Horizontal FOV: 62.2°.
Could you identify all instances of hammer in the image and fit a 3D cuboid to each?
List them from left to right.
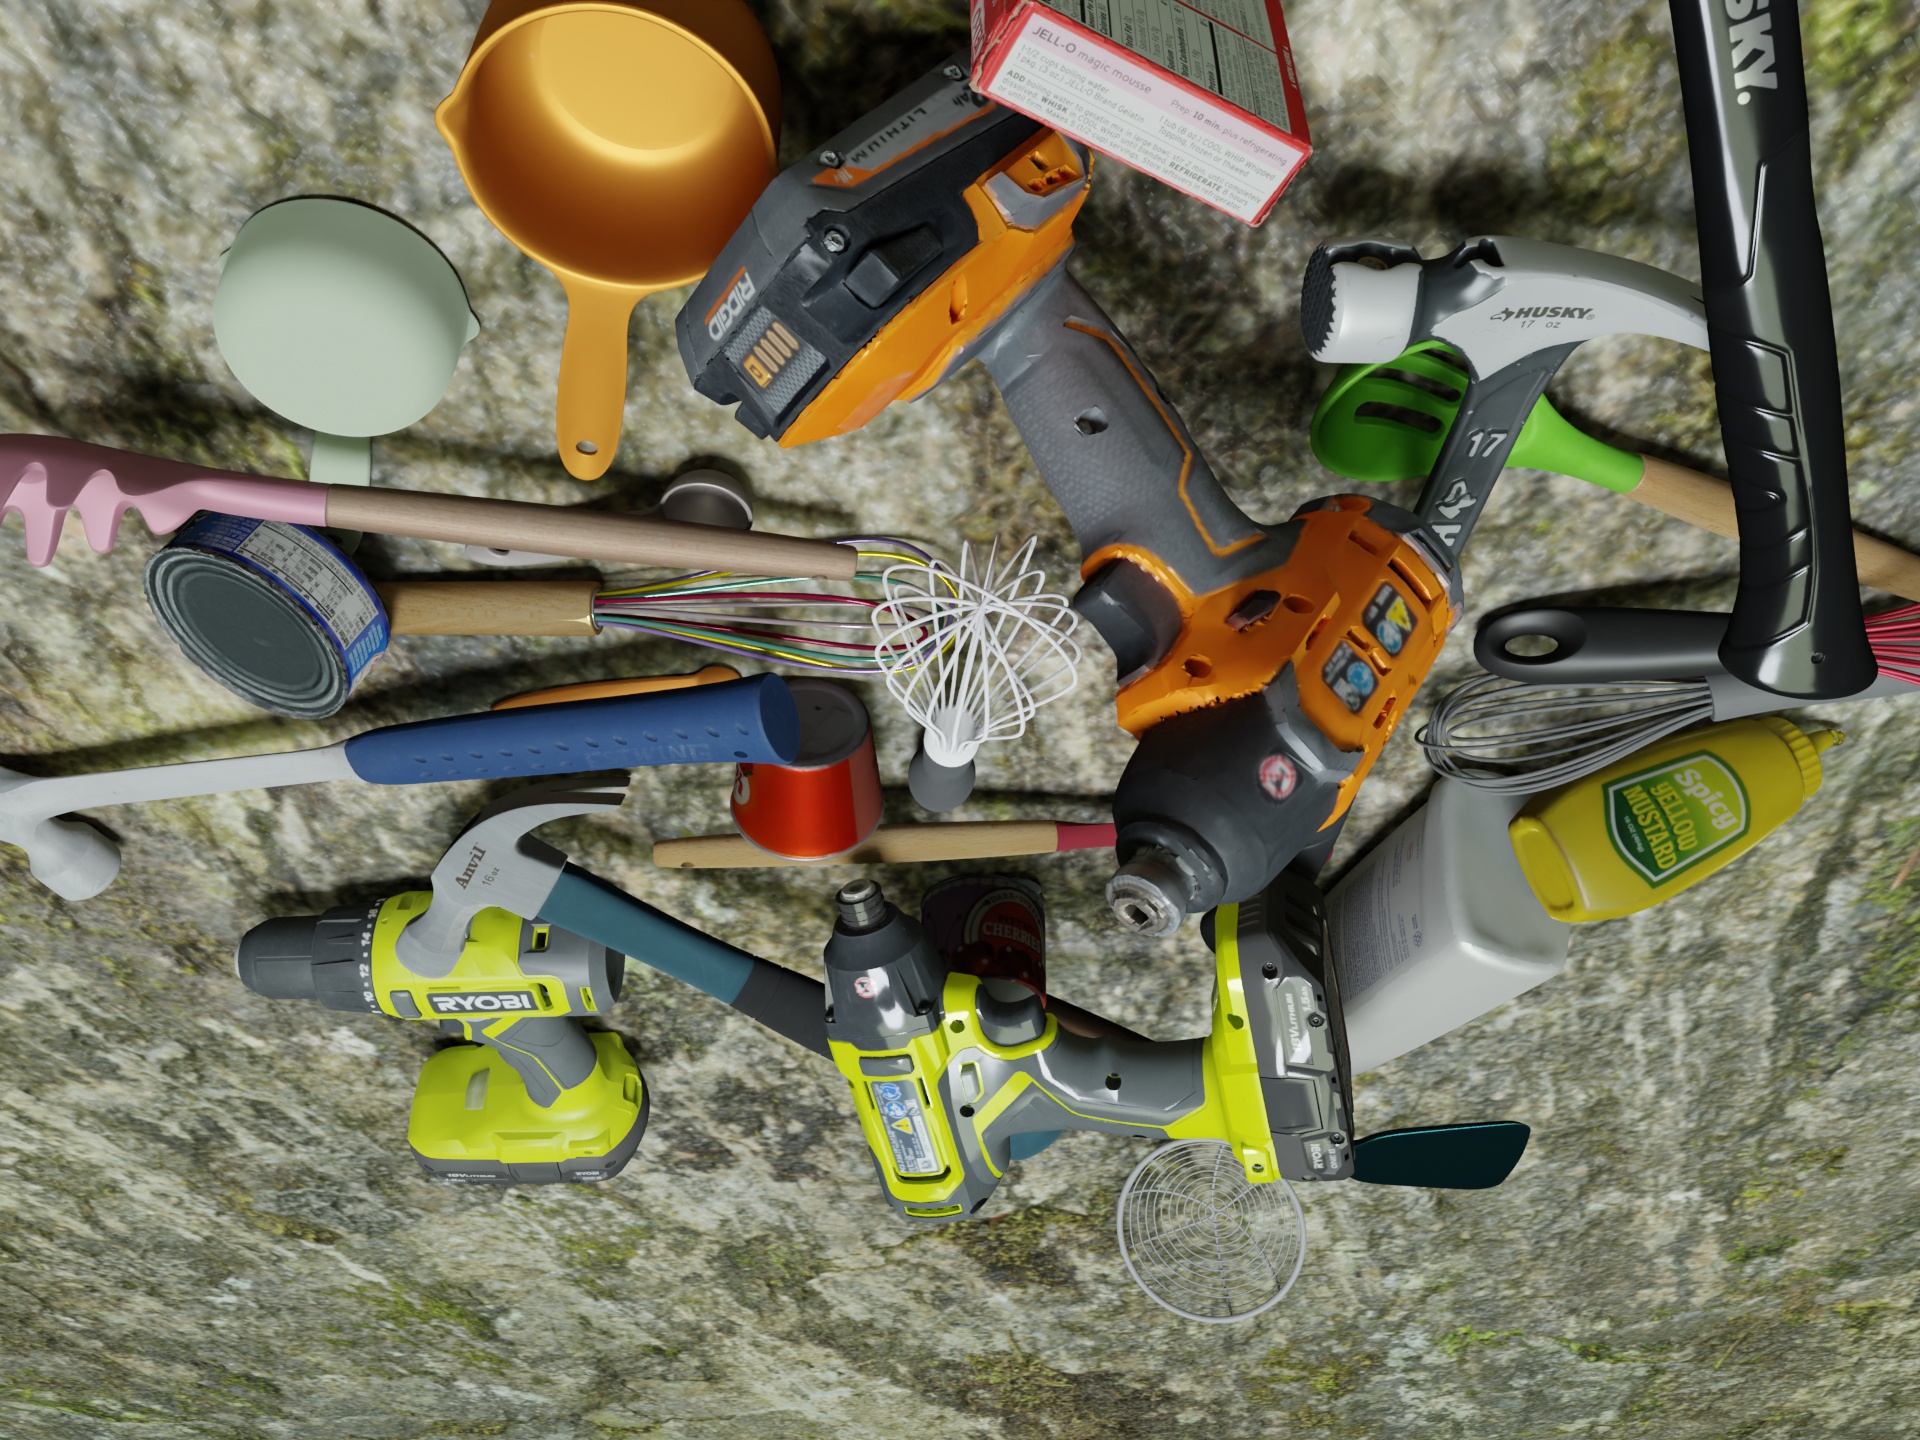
[{"bbox_3d":[-0.266,0.015,0.675,0.405,0.035,0.143,-6,142,16],"label":"hammer"},{"bbox_3d":[-0.094,0.133,0.771,0.331,0.033,0.128,28,107,-13],"label":"hammer"},{"bbox_3d":[0.160,-0.012,0.619,0.149,0.036,0.408,-1,143,-7],"label":"hammer"},{"bbox_3d":[0.216,-0.141,0.422,0.146,0.035,0.334,-18,122,13],"label":"hammer"}]

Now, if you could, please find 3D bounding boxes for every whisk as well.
[{"bbox_3d":[-0.121,-0.040,0.626,0.245,0.051,0.047,0,148,4],"label":"whisk"},{"bbox_3d":[0.000,-0.001,0.605,0.070,0.070,0.284,2,165,-3],"label":"whisk"},{"bbox_3d":[0.308,-0.011,0.651,0.239,0.055,0.055,-12,141,16],"label":"whisk"},{"bbox_3d":[0.346,-0.029,0.595,0.296,0.073,0.073,1,145,23],"label":"whisk"}]

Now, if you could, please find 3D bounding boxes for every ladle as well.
[{"bbox_3d":[0.018,0.056,0.737,0.315,0.031,0.069,-1,145,-9],"label":"ladle"}]

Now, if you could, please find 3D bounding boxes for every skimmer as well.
[{"bbox_3d":[0.192,0.261,0.978,0.127,0.090,0.363,30,141,12],"label":"skimmer"}]

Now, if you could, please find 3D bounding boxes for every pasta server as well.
[{"bbox_3d":[-0.192,-0.064,0.554,0.316,0.040,0.060,5,170,-15],"label":"pasta server"}]

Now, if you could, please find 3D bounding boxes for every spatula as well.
[{"bbox_3d":[0.126,0.178,0.826,0.317,0.044,0.082,21,148,19],"label":"spatula"}]

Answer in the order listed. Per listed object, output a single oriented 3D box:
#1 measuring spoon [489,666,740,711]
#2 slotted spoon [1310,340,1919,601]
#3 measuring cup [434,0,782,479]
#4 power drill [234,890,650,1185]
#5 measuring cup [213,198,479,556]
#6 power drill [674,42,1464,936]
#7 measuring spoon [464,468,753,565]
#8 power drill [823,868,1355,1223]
[{"bbox_3d":[-0.151,-0.007,0.692,0.117,0.011,0.021,-8,142,10],"label":"measuring spoon"},{"bbox_3d":[0.263,-0.082,0.584,0.313,0.031,0.070,14,141,-20],"label":"slotted spoon"},{"bbox_3d":[-0.104,-0.148,0.478,0.095,0.052,0.173,9,143,-12],"label":"measuring cup"},{"bbox_3d":[-0.270,0.171,0.873,0.190,0.080,0.228,-1,140,0],"label":"power drill"},{"bbox_3d":[-0.216,-0.100,0.548,0.083,0.038,0.167,12,140,-15],"label":"measuring cup"},{"bbox_3d":[0.032,-0.058,0.441,0.226,0.164,0.084,46,143,-8],"label":"power drill"},{"bbox_3d":[-0.135,-0.077,0.604,0.124,0.018,0.034,-7,145,20],"label":"measuring spoon"},{"bbox_3d":[0.053,0.138,0.705,0.223,0.080,0.171,-8,114,16],"label":"power drill"}]
